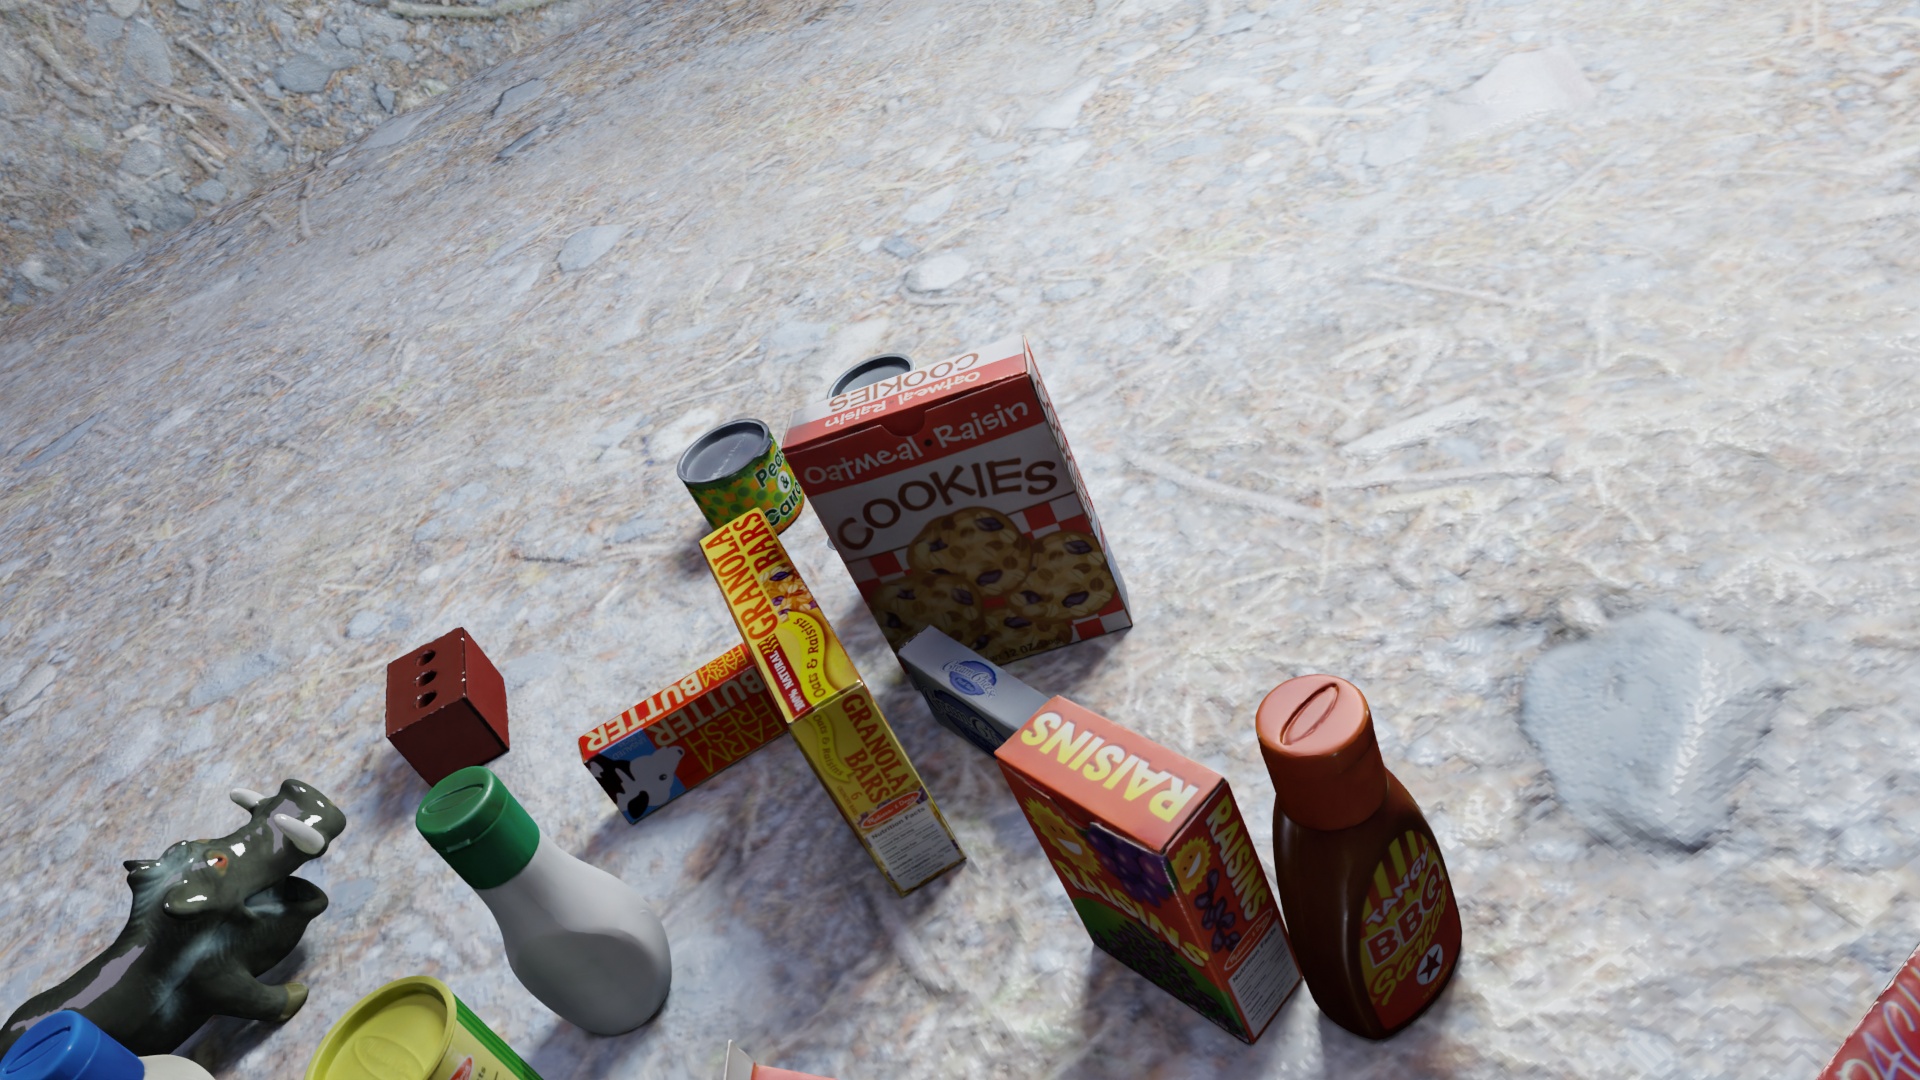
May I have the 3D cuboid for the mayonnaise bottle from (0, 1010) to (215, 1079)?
[{"bbox_3d":[-0.333,0.252,0.583,0.065,0.147,0.041,-33,36,-10],"label":"mayonnaise bottle"}]

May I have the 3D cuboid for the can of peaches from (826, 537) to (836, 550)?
[{"bbox_3d":[-0.036,0.003,0.796,0.071,0.057,0.071,-16,36,13],"label":"can of peaches"}]

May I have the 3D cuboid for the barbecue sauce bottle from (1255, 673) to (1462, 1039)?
[{"bbox_3d":[0.136,0.109,0.482,0.065,0.148,0.044,-42,39,-22],"label":"barbecue sauce bottle"}]

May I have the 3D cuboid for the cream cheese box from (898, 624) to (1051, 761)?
[{"bbox_3d":[0.015,0.082,0.669,0.024,0.053,0.104,-40,38,-19],"label":"cream cheese box"}]

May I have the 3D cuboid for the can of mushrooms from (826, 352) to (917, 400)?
[{"bbox_3d":[-0.055,-0.095,0.953,0.071,0.033,0.071,-16,36,13],"label":"can of mushrooms"}]

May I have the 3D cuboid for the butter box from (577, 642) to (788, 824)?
[{"bbox_3d":[-0.145,0.102,0.740,0.103,0.053,0.024,-31,36,-7],"label":"butter box"}]

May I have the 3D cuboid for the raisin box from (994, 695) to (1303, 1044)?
[{"bbox_3d":[0.072,0.124,0.523,0.040,0.123,0.086,-42,39,-22],"label":"raisin box"}]

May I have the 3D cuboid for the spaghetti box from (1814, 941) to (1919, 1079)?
[{"bbox_3d":[0.308,0.139,0.424,0.251,0.050,0.029,-39,38,-19],"label":"spaghetti box"}]

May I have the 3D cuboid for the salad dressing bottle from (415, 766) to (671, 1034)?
[{"bbox_3d":[-0.181,0.159,0.609,0.064,0.147,0.044,-21,36,6],"label":"salad dressing bottle"}]

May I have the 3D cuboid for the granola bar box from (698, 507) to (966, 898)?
[{"bbox_3d":[-0.065,0.074,0.667,0.039,0.123,0.166,-31,36,-7],"label":"granola bar box"}]

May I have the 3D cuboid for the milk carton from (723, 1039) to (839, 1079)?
[{"bbox_3d":[-0.029,0.223,0.399,0.073,0.189,0.073,-16,37,14],"label":"milk carton"}]

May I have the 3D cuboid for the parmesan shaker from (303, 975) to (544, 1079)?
[{"bbox_3d":[-0.209,0.237,0.566,0.071,0.102,0.072,-16,36,13],"label":"parmesan shaker"}]

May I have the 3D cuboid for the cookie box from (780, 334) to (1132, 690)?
[{"bbox_3d":[0.002,-0.009,0.694,0.123,0.166,0.040,-18,36,11],"label":"cookie box"}]

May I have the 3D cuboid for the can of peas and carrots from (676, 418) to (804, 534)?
[{"bbox_3d":[-0.141,-0.038,0.911,0.071,0.058,0.071,-16,36,13],"label":"can of peas and carrots"}]
